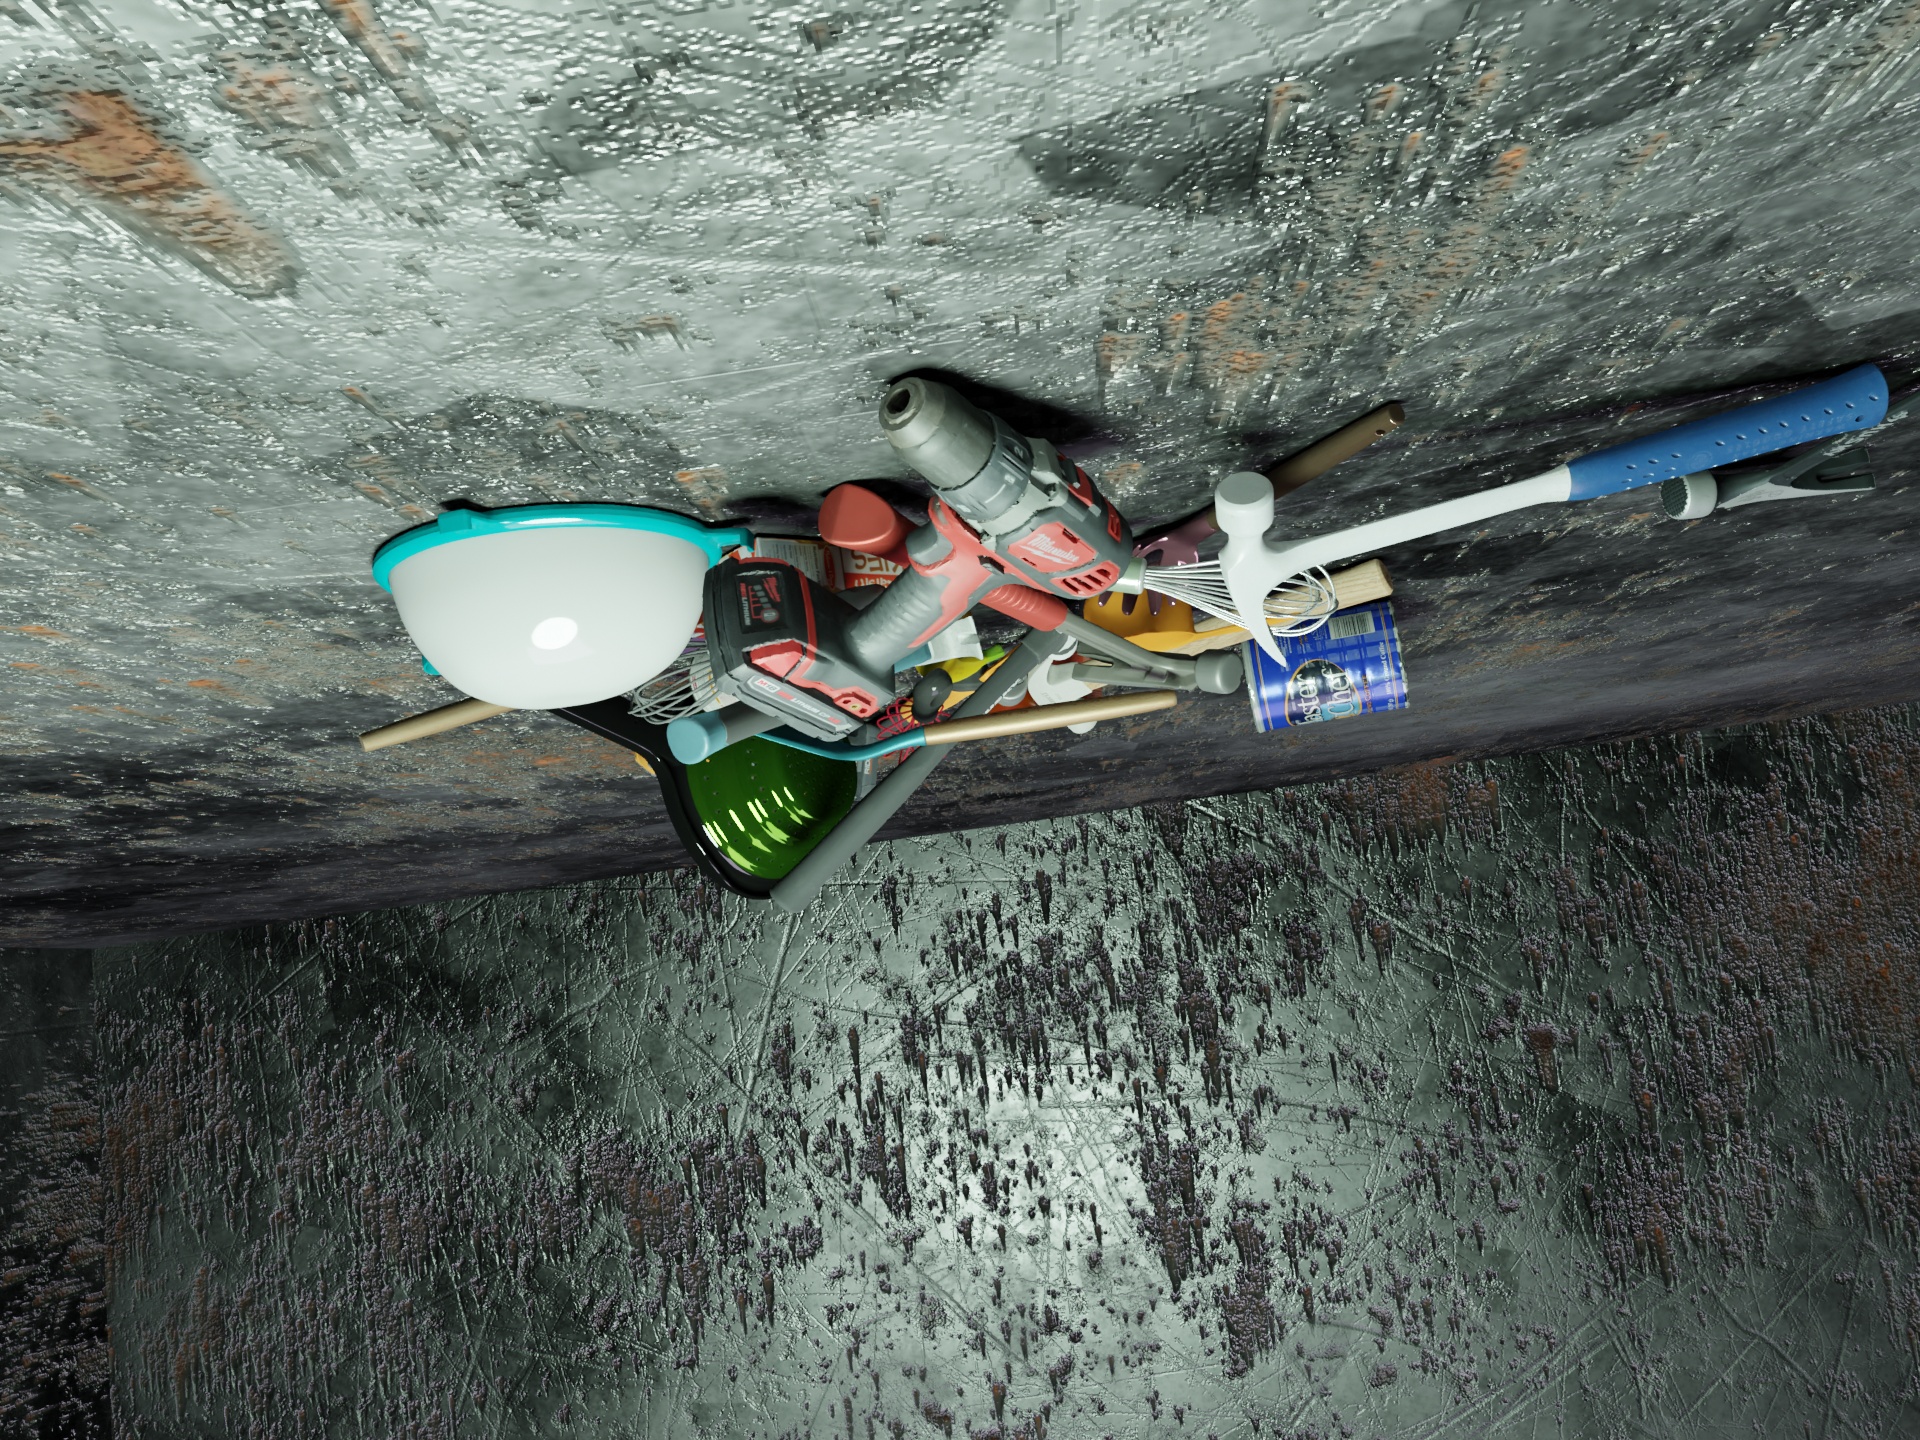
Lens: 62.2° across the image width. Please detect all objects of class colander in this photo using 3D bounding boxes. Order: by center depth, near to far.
[{"bbox_3d":[-0.203,0.015,1.305,0.094,0.205,0.396,-19,148,31],"label":"colander"}]

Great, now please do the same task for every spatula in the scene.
[{"bbox_3d":[-0.273,-0.032,1.147,0.316,0.018,0.060,-20,-178,-27],"label":"spatula"},{"bbox_3d":[-0.002,-0.004,1.158,0.317,0.044,0.082,-8,-172,3],"label":"spatula"}]

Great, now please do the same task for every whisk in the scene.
[{"bbox_3d":[-0.138,-0.046,1.057,0.239,0.055,0.055,-19,166,34],"label":"whisk"},{"bbox_3d":[0.130,-0.095,1.069,0.246,0.057,0.059,8,-150,9],"label":"whisk"},{"bbox_3d":[-0.033,-0.005,1.374,0.073,0.073,0.295,-6,171,-7],"label":"whisk"}]

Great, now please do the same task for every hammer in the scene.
[{"bbox_3d":[0.355,-0.138,0.965,0.405,0.035,0.143,-16,138,0],"label":"hammer"},{"bbox_3d":[0.608,-0.204,0.969,0.149,0.036,0.409,-7,171,-9],"label":"hammer"},{"bbox_3d":[0.036,-0.079,1.061,0.149,0.037,0.358,7,171,43],"label":"hammer"},{"bbox_3d":[-0.092,-0.024,1.124,0.128,0.033,0.331,-13,-173,32],"label":"hammer"},{"bbox_3d":[-0.026,0.027,1.277,0.335,0.035,0.146,-45,171,-4],"label":"hammer"},{"bbox_3d":[0.206,-0.073,1.370,0.331,0.031,0.129,-19,143,27],"label":"hammer"},{"bbox_3d":[-0.037,-0.011,1.640,0.127,0.034,0.337,-3,170,-21],"label":"hammer"}]

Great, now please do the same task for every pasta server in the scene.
[{"bbox_3d":[0.182,-0.134,1.045,0.060,0.040,0.316,16,161,-21],"label":"pasta server"}]

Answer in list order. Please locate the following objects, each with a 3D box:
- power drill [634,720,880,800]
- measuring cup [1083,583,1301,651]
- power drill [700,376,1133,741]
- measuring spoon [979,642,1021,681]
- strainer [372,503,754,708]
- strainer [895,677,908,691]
[{"bbox_3d":[-0.194,0.030,1.530,0.226,0.084,0.185,7,174,-17],"label":"power drill"},{"bbox_3d":[0.183,-0.091,1.273,0.173,0.052,0.095,-10,171,1],"label":"measuring cup"},{"bbox_3d":[-0.039,-0.088,0.871,0.226,0.080,0.187,-28,145,25],"label":"power drill"},{"bbox_3d":[0.049,-0.057,1.435,0.021,0.011,0.117,-48,-173,-33],"label":"measuring spoon"},{"bbox_3d":[-0.286,-0.044,1.035,0.211,0.095,0.340,-1,168,-36],"label":"strainer"},{"bbox_3d":[-0.113,-0.026,1.473,0.087,0.050,0.258,-13,179,-21],"label":"strainer"}]
